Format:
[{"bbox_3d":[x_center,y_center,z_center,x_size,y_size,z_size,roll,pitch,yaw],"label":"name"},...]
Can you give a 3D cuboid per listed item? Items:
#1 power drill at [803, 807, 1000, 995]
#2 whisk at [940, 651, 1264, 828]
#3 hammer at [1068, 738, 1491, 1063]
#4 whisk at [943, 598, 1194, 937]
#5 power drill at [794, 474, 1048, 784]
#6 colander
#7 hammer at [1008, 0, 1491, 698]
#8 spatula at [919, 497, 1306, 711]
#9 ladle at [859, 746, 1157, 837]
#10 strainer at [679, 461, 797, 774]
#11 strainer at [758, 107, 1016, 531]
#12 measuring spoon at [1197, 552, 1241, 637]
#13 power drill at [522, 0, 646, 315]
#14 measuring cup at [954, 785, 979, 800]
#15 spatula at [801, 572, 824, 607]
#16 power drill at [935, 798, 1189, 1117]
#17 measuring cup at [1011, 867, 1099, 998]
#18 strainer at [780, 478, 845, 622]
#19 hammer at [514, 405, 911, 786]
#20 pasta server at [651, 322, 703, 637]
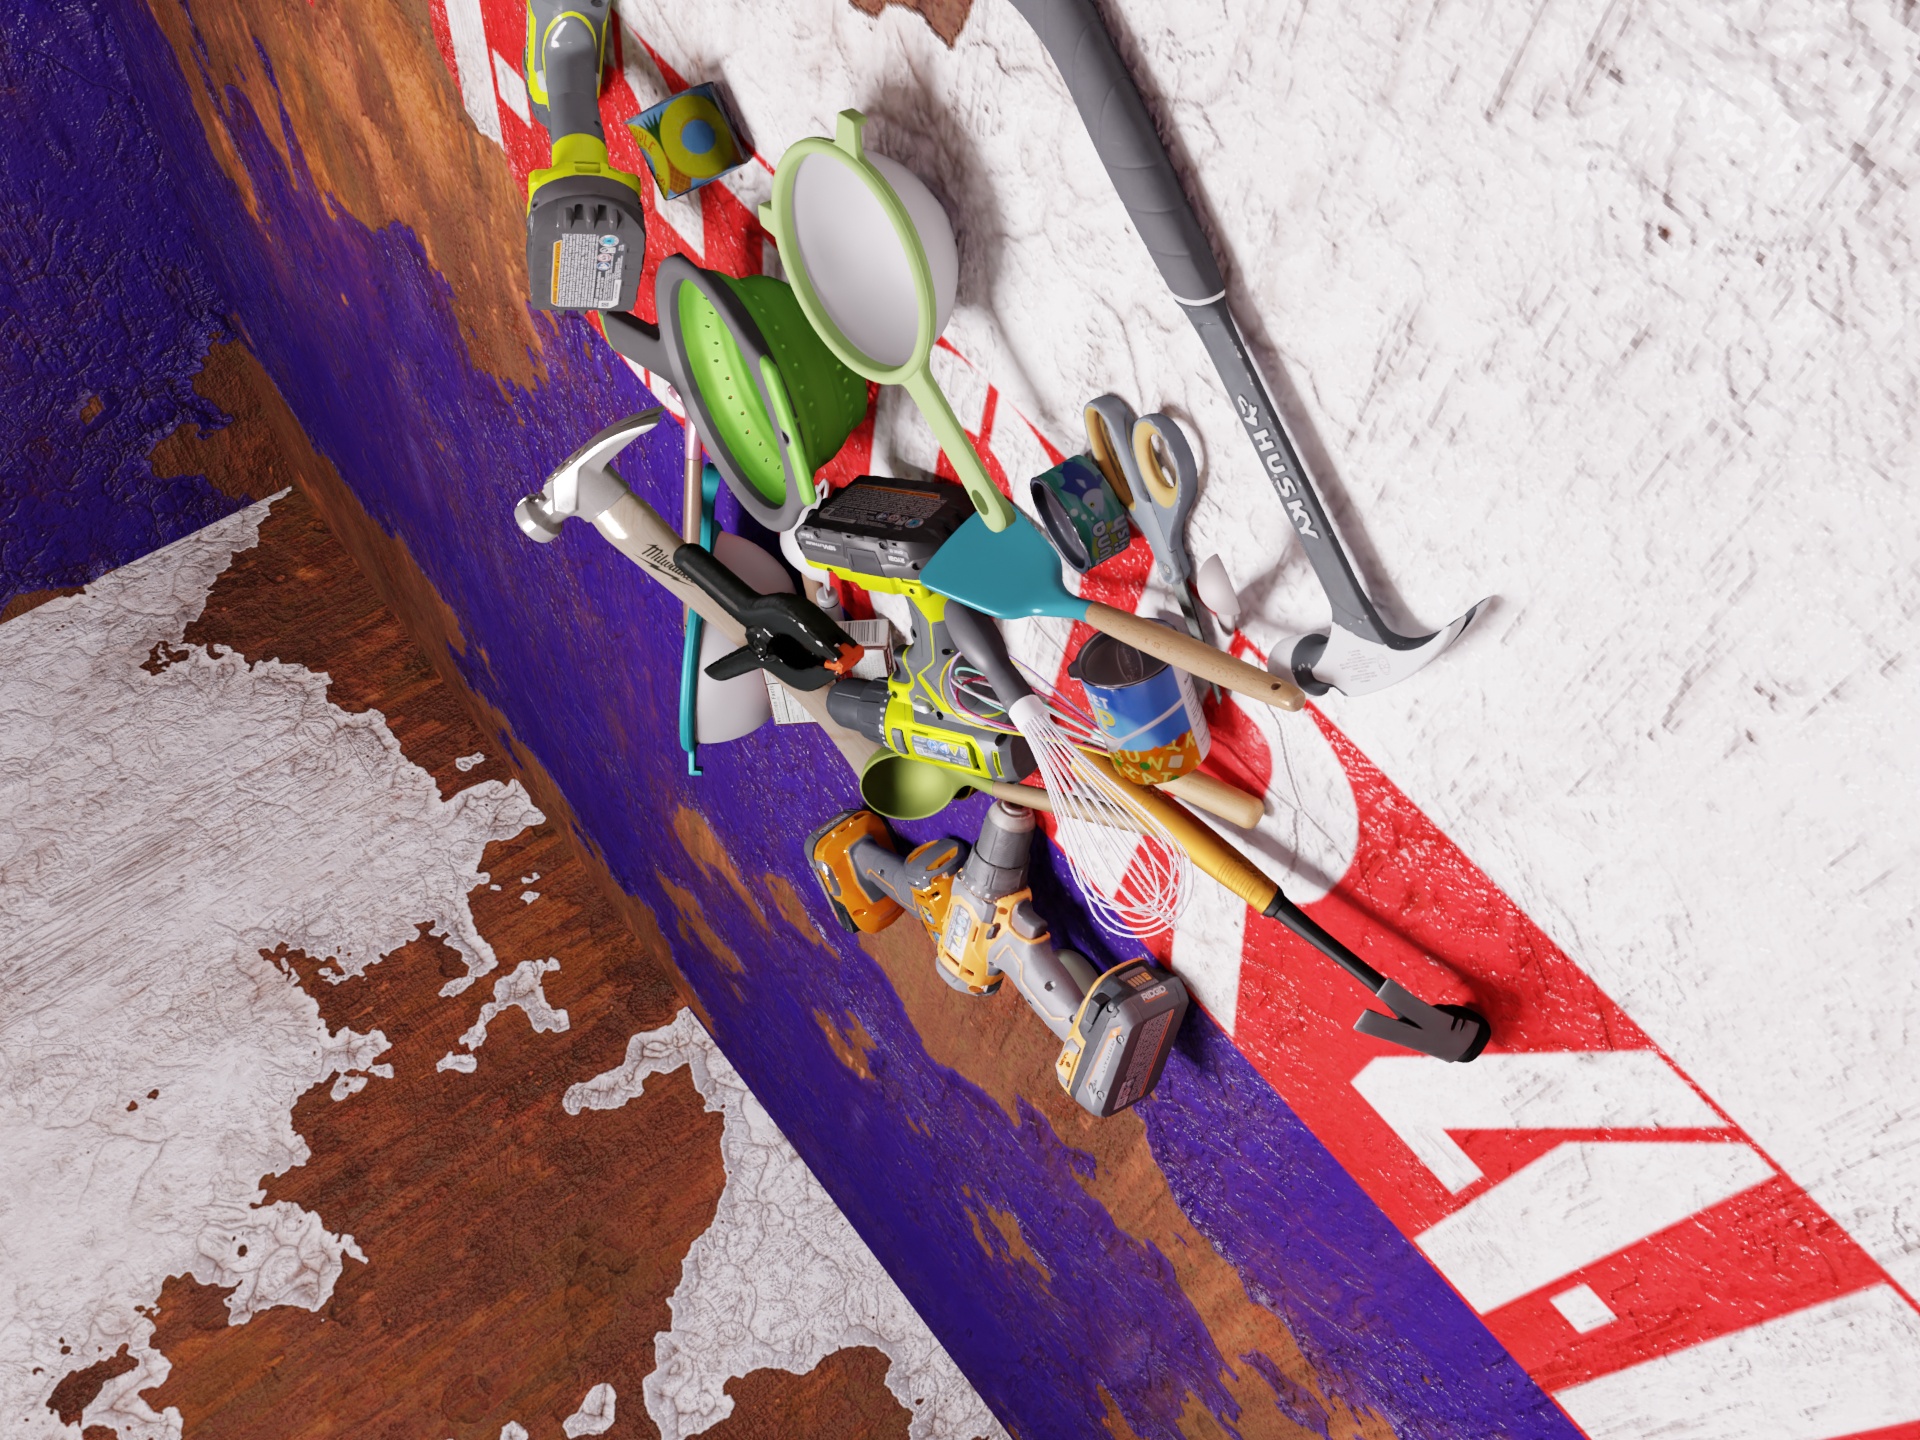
[{"bbox_3d":[-0.046,0.178,1.544,0.227,0.084,0.164,14,133,53],"label":"power drill"},{"bbox_3d":[0.088,0.015,1.058,0.245,0.047,0.051,26,149,25],"label":"whisk"},{"bbox_3d":[0.176,0.100,1.007,0.127,0.034,0.337,24,-169,-45],"label":"hammer"},{"bbox_3d":[0.059,0.019,1.008,0.285,0.070,0.070,57,160,31],"label":"whisk"},{"bbox_3d":[-0.042,-0.063,1.183,0.191,0.080,0.228,13,134,34],"label":"power drill"},{"bbox_3d":[-0.171,-0.277,1.196,0.397,0.094,0.204,38,149,51],"label":"colander"},{"bbox_3d":[0.127,-0.194,0.781,0.409,0.036,0.149,62,155,-10],"label":"hammer"},{"bbox_3d":[0.089,-0.064,0.953,0.318,0.082,0.044,30,164,53],"label":"spatula"},{"bbox_3d":[0.041,0.066,1.215,0.320,0.062,0.078,11,148,47],"label":"ladle"},{"bbox_3d":[-0.184,-0.104,1.388,0.340,0.095,0.211,107,169,-58],"label":"strainer"},{"bbox_3d":[-0.018,-0.239,0.964,0.256,0.069,0.151,60,154,-9],"label":"strainer"},{"bbox_3d":[0.141,-0.062,0.882,0.124,0.018,0.034,47,-158,-77],"label":"measuring spoon"},{"bbox_3d":[-0.282,-0.417,1.160,0.171,0.080,0.223,129,135,-65],"label":"power drill"},{"bbox_3d":[-0.002,-0.004,1.299,0.062,0.029,0.156,31,136,38],"label":"measuring cup"},{"bbox_3d":[-0.136,-0.156,1.365,0.060,0.018,0.315,40,151,42],"label":"spatula"},{"bbox_3d":[0.076,0.184,1.286,0.226,0.084,0.185,39,128,36],"label":"power drill"},{"bbox_3d":[0.081,0.193,1.374,0.083,0.038,0.167,-3,107,60],"label":"measuring cup"},{"bbox_3d":[-0.116,-0.109,1.350,0.258,0.050,0.087,81,178,-55],"label":"strainer"},{"bbox_3d":[-0.156,-0.070,1.279,0.410,0.146,0.038,45,-154,-26],"label":"hammer"},{"bbox_3d":[-0.240,-0.205,1.396,0.060,0.040,0.316,31,131,30],"label":"pasta server"}]
